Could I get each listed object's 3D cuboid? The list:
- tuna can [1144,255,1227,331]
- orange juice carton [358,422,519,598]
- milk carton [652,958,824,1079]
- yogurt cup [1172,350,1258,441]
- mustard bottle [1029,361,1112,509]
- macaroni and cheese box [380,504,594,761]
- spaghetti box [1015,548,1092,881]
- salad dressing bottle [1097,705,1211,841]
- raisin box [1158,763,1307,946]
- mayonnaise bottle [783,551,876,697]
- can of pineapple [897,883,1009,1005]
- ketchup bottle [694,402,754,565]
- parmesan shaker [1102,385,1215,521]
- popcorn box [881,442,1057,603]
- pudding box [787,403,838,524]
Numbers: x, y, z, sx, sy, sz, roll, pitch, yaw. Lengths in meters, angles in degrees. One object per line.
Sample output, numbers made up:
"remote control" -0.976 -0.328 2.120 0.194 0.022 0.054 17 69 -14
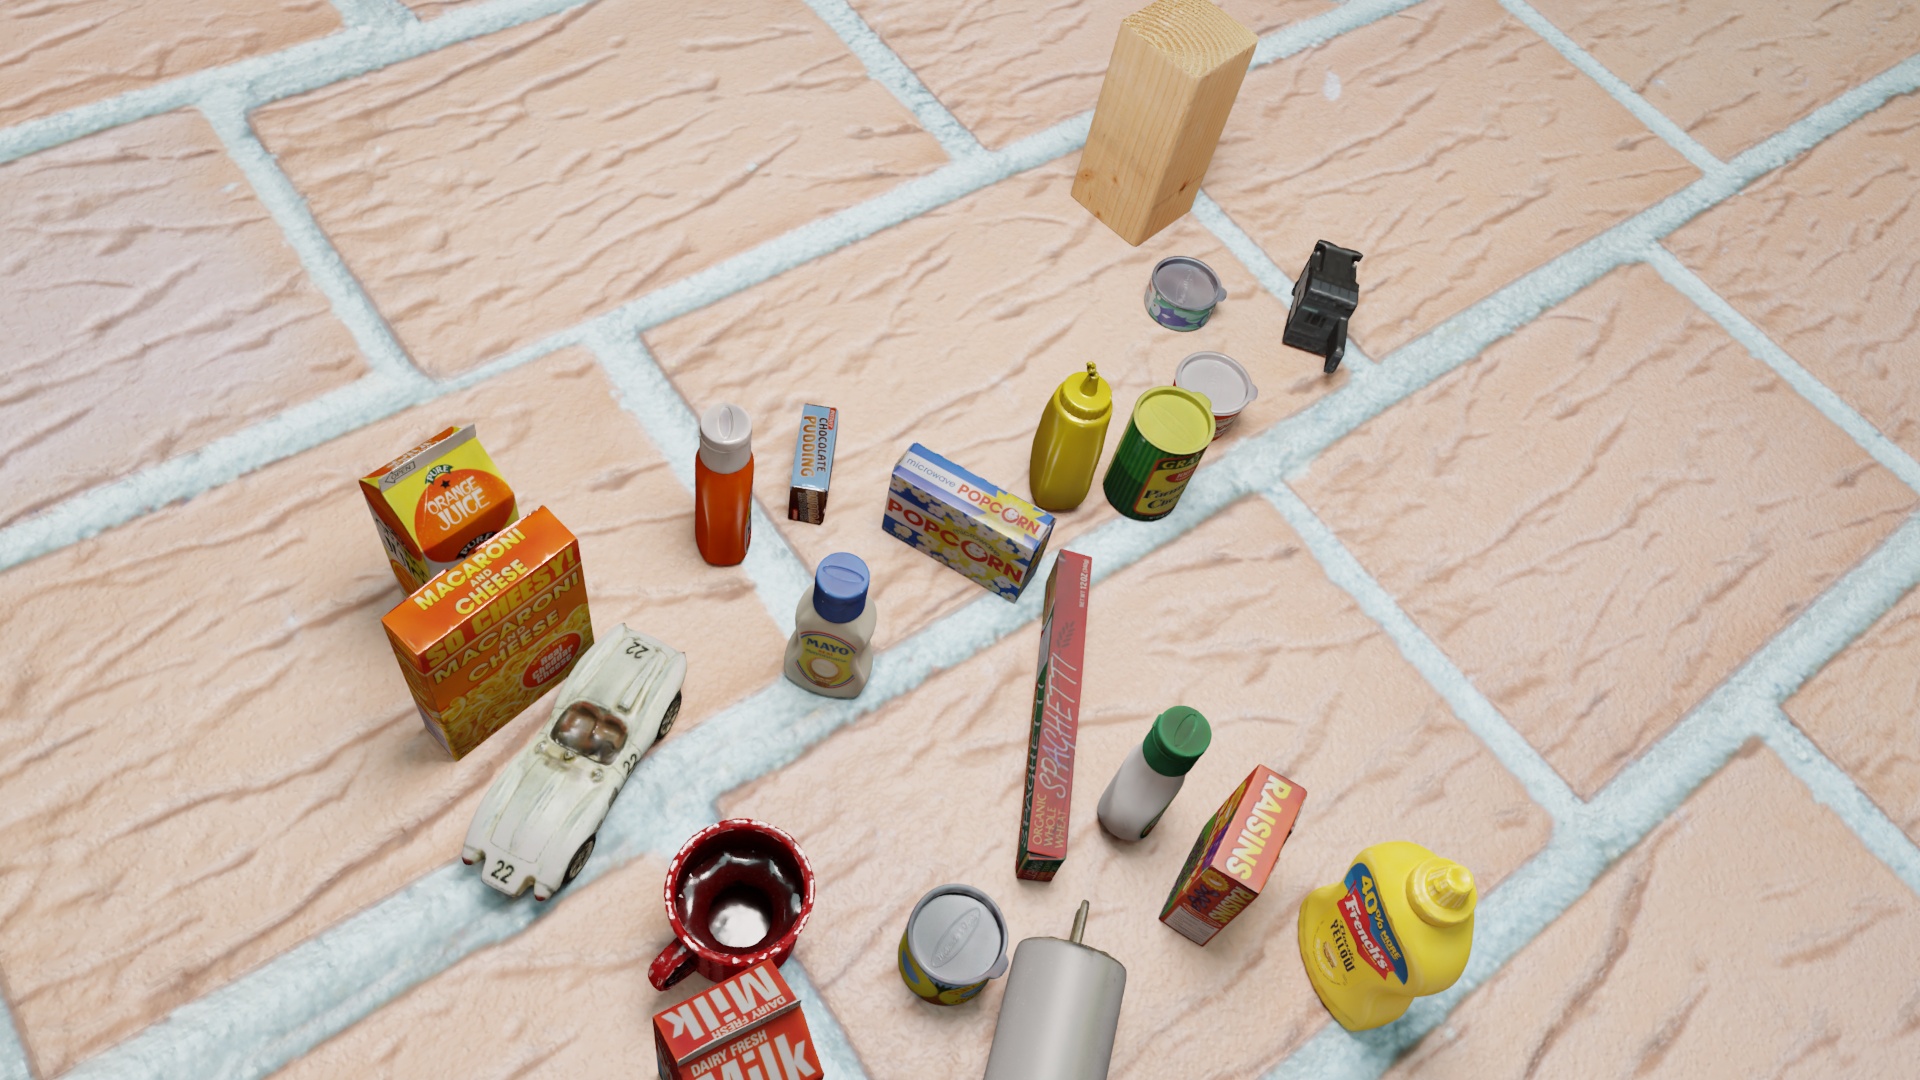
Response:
"tuna can" 0.207 -0.226 1.279 0.071 0.032 0.071 5 58 -7
"orange juice carton" -0.348 -0.007 0.946 0.072 0.191 0.073 -38 71 -28
"milk carton" -0.128 0.300 0.794 0.072 0.189 0.073 -22 65 -22
"yogurt cup" 0.212 -0.122 1.202 0.072 0.053 0.073 5 58 -7
"mustard bottle" 0.090 -0.087 1.095 0.049 0.159 0.065 1 58 -9
"macaroni and cheese box" -0.308 0.064 0.924 0.040 0.165 0.124 40 60 15
"spaghetti box" 0.070 0.125 1.023 0.029 0.050 0.251 11 57 -3
"salad dressing bottle" 0.133 0.160 0.955 0.044 0.147 0.064 32 59 10
"raisin box" 0.184 0.216 0.943 0.040 0.122 0.086 31 58 9
"mayonnaise bottle" -0.089 0.060 0.977 0.065 0.147 0.041 16 57 0
"can of pineapple" -0.005 0.269 0.915 0.071 0.057 0.071 5 58 -7
"ketchup bottle" -0.175 -0.043 1.026 0.043 0.148 0.065 -1 59 -11
"parmesan shaker" 0.162 -0.070 1.131 0.071 0.102 0.071 5 58 -7
"popcorn box" 0.004 -0.014 1.077 0.127 0.084 0.038 29 58 8
"pudding box" -0.117 -0.061 1.107 0.030 0.049 0.084 8 57 -5
